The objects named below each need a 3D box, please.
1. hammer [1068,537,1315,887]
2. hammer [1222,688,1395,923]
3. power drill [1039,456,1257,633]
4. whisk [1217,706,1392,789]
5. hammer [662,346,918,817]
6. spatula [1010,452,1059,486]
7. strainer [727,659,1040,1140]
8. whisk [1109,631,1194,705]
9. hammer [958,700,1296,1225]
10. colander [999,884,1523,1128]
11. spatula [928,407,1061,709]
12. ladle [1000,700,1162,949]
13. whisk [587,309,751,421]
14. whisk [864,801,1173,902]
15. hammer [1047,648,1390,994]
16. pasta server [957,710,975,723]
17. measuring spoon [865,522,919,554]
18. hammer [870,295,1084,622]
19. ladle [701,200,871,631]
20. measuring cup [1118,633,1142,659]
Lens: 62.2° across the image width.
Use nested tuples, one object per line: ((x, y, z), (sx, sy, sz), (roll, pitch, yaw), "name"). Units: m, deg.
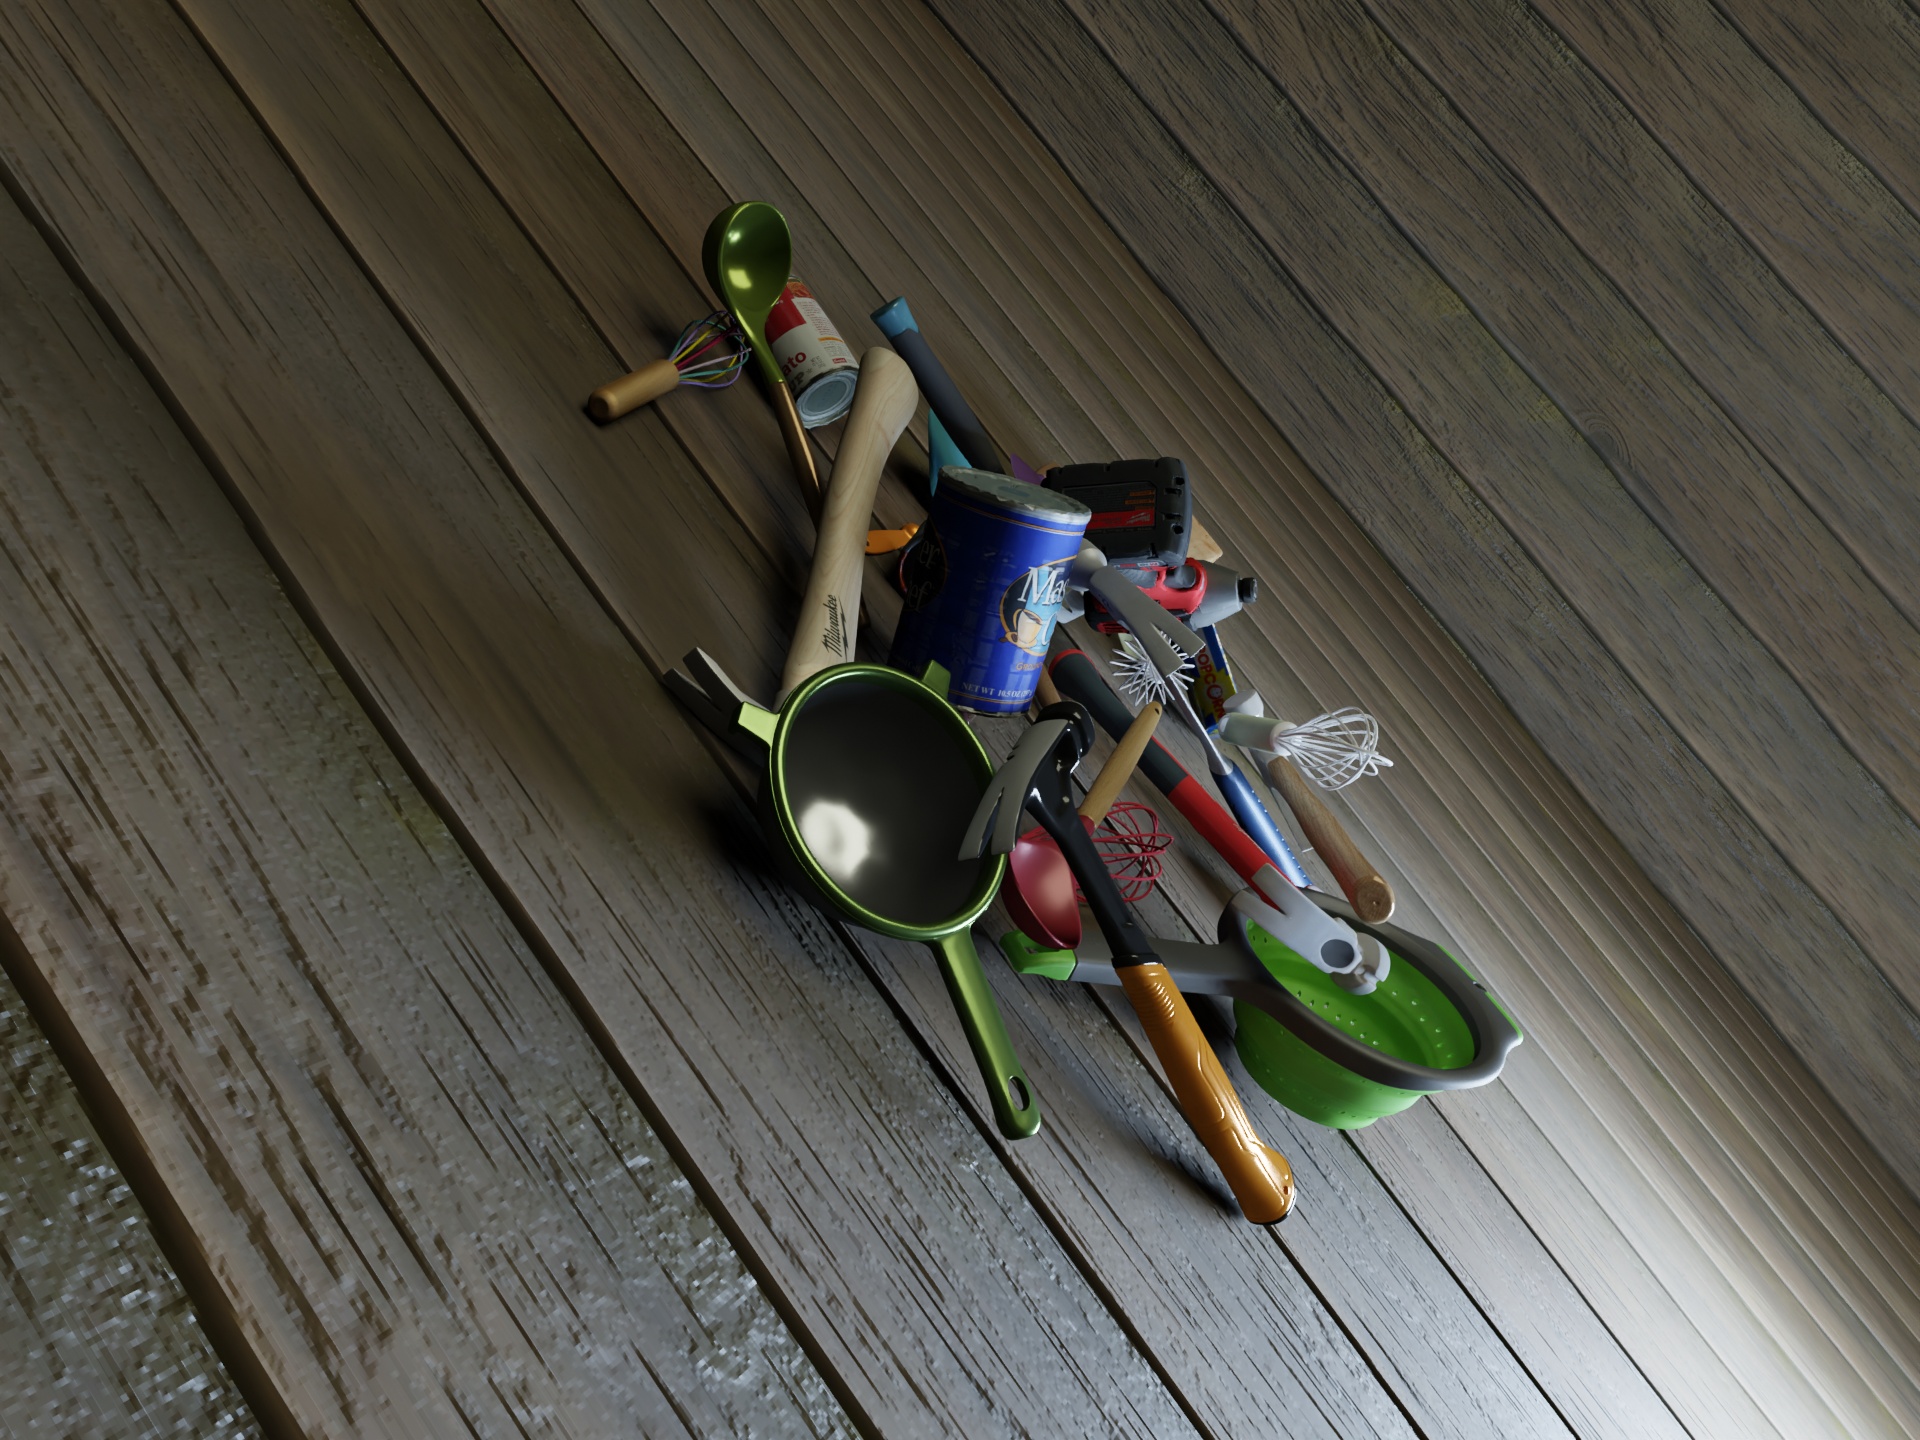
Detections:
((0.195, 0.031, 1.202), (0.405, 0.035, 0.144), (53, -3, -40), "hammer")
((0.264, 0.075, 1.183), (0.130, 0.031, 0.331), (60, 7, -14), "hammer")
((0.148, -0.125, 1.251), (0.219, 0.143, 0.079), (39, 53, -65), "power drill")
((0.236, 0.014, 1.134), (0.059, 0.058, 0.246), (21, 0, -12), "whisk")
((-0.081, -0.122, 1.005), (0.146, 0.038, 0.411), (36, 37, -26), "hammer")
((0.070, -0.213, 1.397), (0.059, 0.018, 0.316), (63, 12, -7), "spatula")
((-0.031, 0.098, 0.821), (0.151, 0.069, 0.256), (-15, 80, -46), "strainer")
((0.167, -0.042, 1.351), (0.070, 0.070, 0.284), (52, 7, 6), "whisk")
((0.107, 0.158, 0.882), (0.336, 0.034, 0.127), (61, 36, -20), "hammer")
((0.184, 0.194, 1.036), (0.396, 0.094, 0.205), (11, 27, -30), "colander")
((0.032, -0.117, 1.287), (0.082, 0.044, 0.318), (39, 22, -57), "spatula")
((0.084, 0.052, 0.987), (0.069, 0.031, 0.315), (54, 30, -8), "ladle")
((-0.194, -0.244, 1.086), (0.051, 0.047, 0.245), (47, 26, -8), "whisk")
((0.043, 0.082, 0.985), (0.295, 0.073, 0.073), (6, 47, -52), "whisk")
((0.147, 0.042, 1.114), (0.143, 0.038, 0.387), (35, 10, -37), "hammer")
((-0.002, -0.003, 1.078), (0.060, 0.040, 0.316), (48, 19, -3), "pasta server")
((-0.054, -0.140, 1.210), (0.021, 0.011, 0.117), (51, 23, 5), "measuring spoon")
((0.022, -0.212, 1.322), (0.330, 0.033, 0.128), (54, 15, -31), "hammer")
((-0.109, -0.213, 1.096), (0.078, 0.062, 0.320), (3, 64, -59), "ladle")
((0.138, -0.135, 1.420), (0.038, 0.083, 0.167), (3, 74, -86), "measuring cup")
